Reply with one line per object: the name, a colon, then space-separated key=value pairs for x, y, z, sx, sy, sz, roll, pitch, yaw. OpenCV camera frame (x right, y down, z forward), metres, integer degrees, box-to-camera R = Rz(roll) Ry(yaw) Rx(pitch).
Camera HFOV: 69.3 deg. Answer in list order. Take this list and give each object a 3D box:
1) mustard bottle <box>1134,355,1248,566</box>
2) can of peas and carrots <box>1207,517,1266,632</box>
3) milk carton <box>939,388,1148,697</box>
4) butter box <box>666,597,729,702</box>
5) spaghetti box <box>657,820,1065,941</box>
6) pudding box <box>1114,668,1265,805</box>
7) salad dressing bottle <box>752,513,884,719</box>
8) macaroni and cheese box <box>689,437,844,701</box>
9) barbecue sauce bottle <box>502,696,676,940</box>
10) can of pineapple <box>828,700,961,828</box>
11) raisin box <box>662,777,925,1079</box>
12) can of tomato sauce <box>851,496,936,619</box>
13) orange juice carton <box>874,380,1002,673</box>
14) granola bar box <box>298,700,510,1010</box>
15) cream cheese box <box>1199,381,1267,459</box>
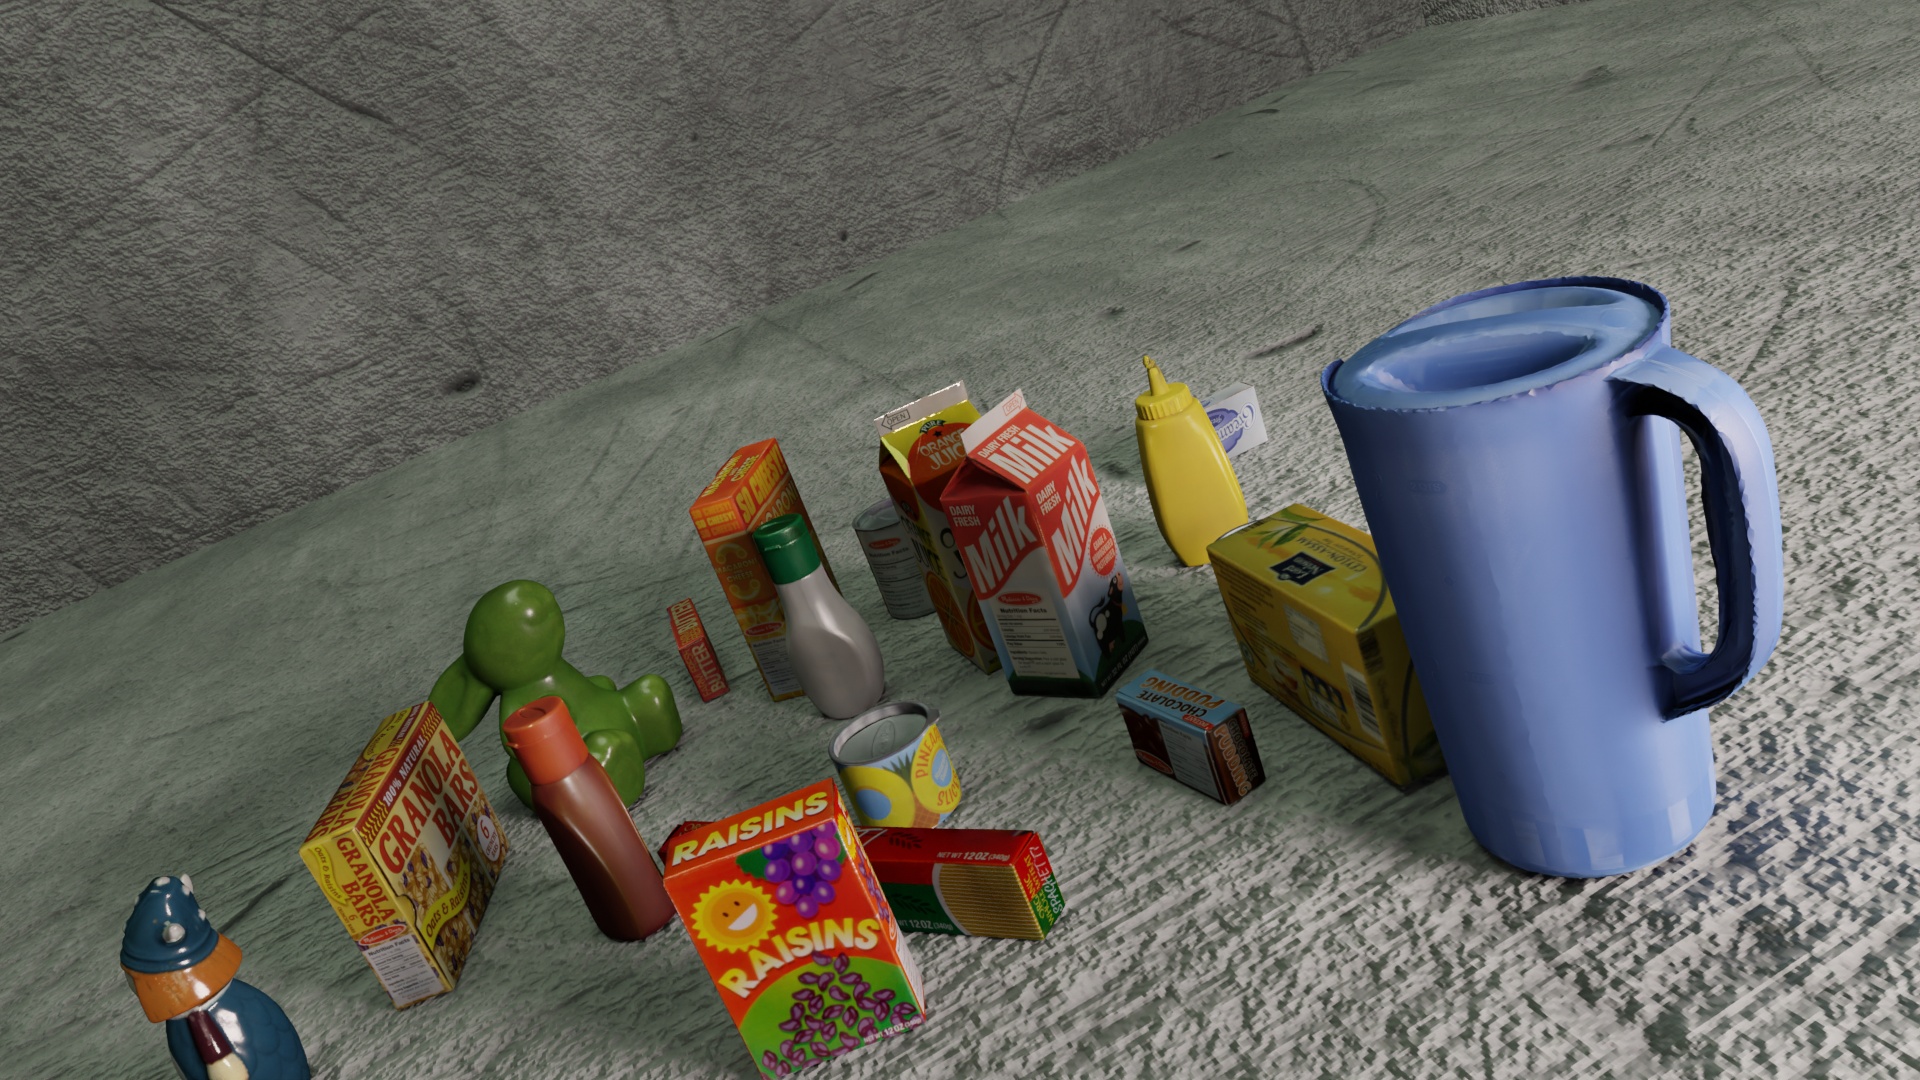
mustard bottle: x=0.159 y=-0.062 z=0.996 sx=0.065 sy=0.159 sz=0.049 roll=-19 pitch=20 yaw=5
can of peas and carrots: x=0.200 y=0.024 z=0.889 sx=0.071 sy=0.058 sz=0.071 roll=-18 pitch=21 yaw=7
milk carton: x=0.050 y=0.002 z=0.898 sx=0.073 sy=0.190 sz=0.073 roll=-3 pitch=27 yaw=40
butter box: x=-0.214 y=0.088 z=1.129 sx=0.024 sy=0.053 sz=0.104 roll=-25 pitch=21 yaw=-10
spaghetti box: x=-0.062 y=0.182 z=0.755 sx=0.250 sy=0.050 sz=0.029 roll=-6 pitch=25 yaw=33
pudding box: x=0.125 y=0.107 z=0.766 sx=0.030 sy=0.049 sz=0.084 roll=-30 pitch=22 yaw=-22
salad dressing bottle: x=-0.101 y=0.053 z=0.975 sx=0.064 sy=0.147 sz=0.044 roll=-12 pitch=22 yaw=23
macaroni and cheese box: x=-0.144 y=0.021 z=1.069 sx=0.040 sy=0.166 sz=0.124 roll=-15 pitch=21 yaw=15
barbecue sauce bottle: x=-0.219 y=0.162 z=0.813 sx=0.065 sy=0.148 sz=0.044 roll=2 pitch=30 yaw=47
can of pineapple: x=-0.037 y=0.137 z=0.832 sx=0.071 sy=0.057 sz=0.071 roll=-18 pitch=21 yaw=7
raisin box: x=-0.077 y=0.185 z=0.658 sx=0.086 sy=0.123 sz=0.040 roll=-20 pitch=20 yaw=1
can of tomato sauce: x=-0.041 y=0.011 z=1.115 sx=0.071 sy=0.082 sz=0.071 roll=-18 pitch=20 yaw=7
orange juice carton: x=0.003 y=-0.012 z=0.975 sx=0.072 sy=0.192 sz=0.073 roll=-27 pitch=21 yaw=-15
granola bar box: x=-0.347 y=0.195 z=0.888 sx=0.039 sy=0.123 sz=0.166 roll=-20 pitch=20 yaw=2
cream cheese box: x=0.206 y=-0.089 z=1.172 sx=0.104 sy=0.053 sz=0.024 roll=-26 pitch=21 yaw=-14
